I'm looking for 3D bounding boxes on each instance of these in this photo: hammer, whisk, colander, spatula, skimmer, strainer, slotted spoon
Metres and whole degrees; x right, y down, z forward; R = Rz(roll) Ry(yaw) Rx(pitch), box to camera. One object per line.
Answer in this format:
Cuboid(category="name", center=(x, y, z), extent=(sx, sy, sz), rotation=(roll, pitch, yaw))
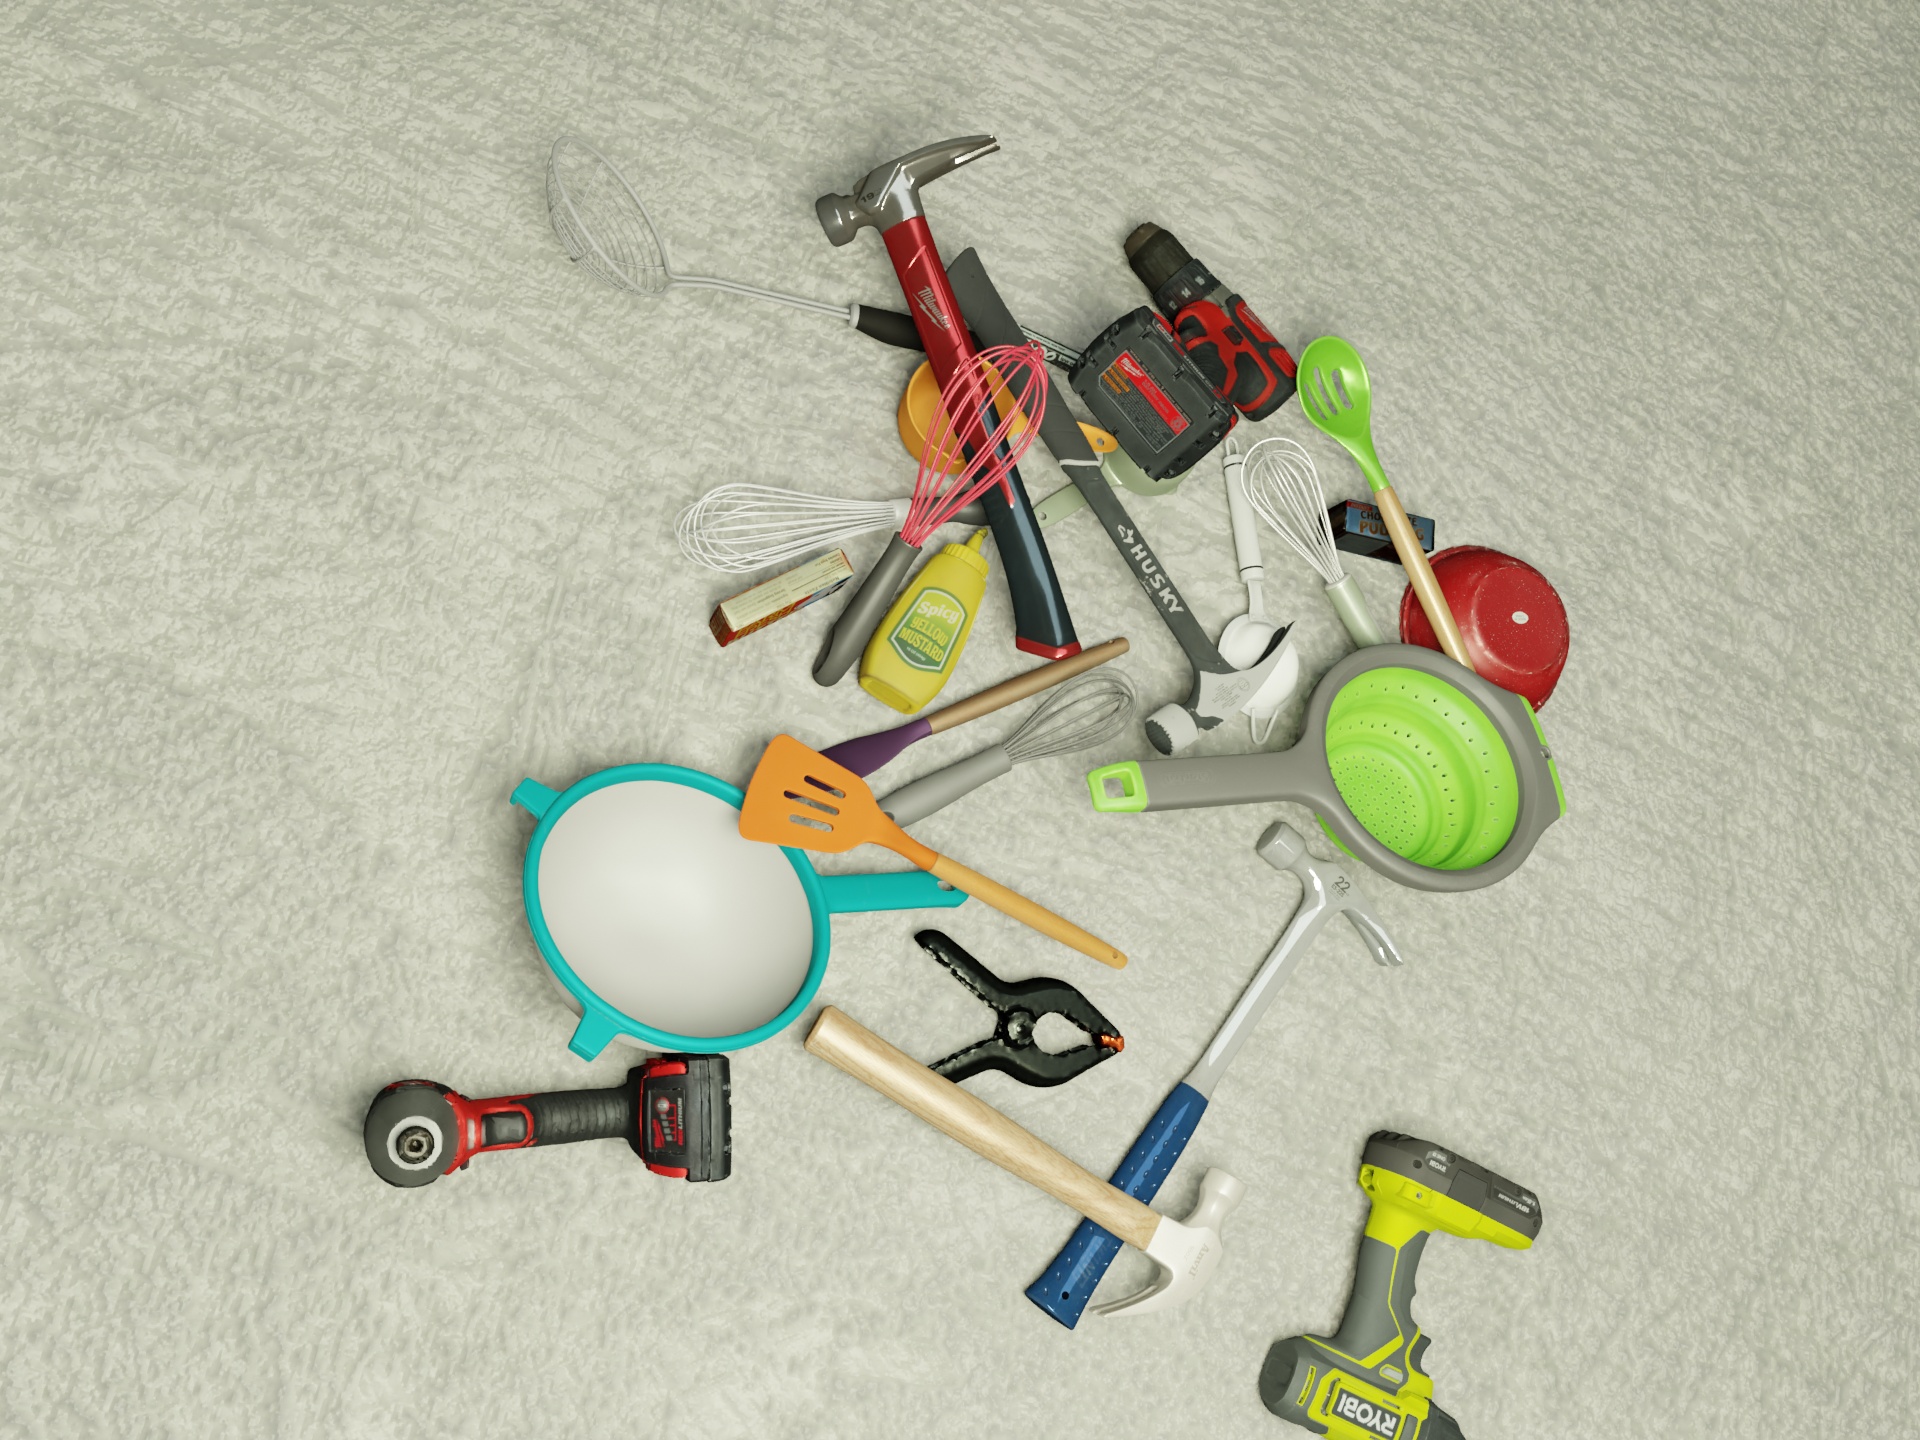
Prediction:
Cuboid(category="hammer", center=(0.036, 0.301, 1.108), extent=(0.331, 0.031, 0.130), rotation=(32, 71, -5))
Cuboid(category="whisk", center=(-0.076, -0.154, 1.196), extent=(0.284, 0.070, 0.070), rotation=(-8, 81, -24))
Cuboid(category="colander", center=(0.266, 0.054, 1.216), extent=(0.397, 0.094, 0.205), rotation=(-3, 66, -21))
Cuboid(category="spatula", center=(-0.007, 0.111, 1.140), extent=(0.322, 0.041, 0.081), rotation=(30, 64, -26))
Cuboid(category="skimmer", center=(-0.131, -0.343, 1.198), extent=(0.363, 0.090, 0.127), rotation=(10, 44, -17))
Cuboid(category="strainer", center=(0.238, -0.111, 1.288), extent=(0.086, 0.050, 0.258), rotation=(2, 74, -32))
Cuboid(category="slotted spoon", center=(0.349, -0.162, 1.284), extent=(0.070, 0.031, 0.314), rotation=(-24, 89, -19))
Cuboid(category="whisk", center=(-0.027, -0.144, 1.135), extent=(0.073, 0.073, 0.295), rotation=(31, 108, -8))
Cuboid(category="hammer", center=(0.186, 0.273, 1.191), extent=(0.144, 0.035, 0.405), rotation=(40, 70, -5))
Cuboid(category="spatula", center=(-0.002, -0.004, 1.193), extent=(0.316, 0.060, 0.018), rotation=(-23, 121, -24))
Cuboid(category="hammer", center=(0.024, -0.231, 1.168), extent=(0.143, 0.038, 0.386), rotation=(-21, 88, 12))
Cuboid(category="hammer", center=(0.106, -0.181, 1.211), extent=(0.149, 0.036, 0.409), rotation=(-32, 90, -21))
Cuboid(category="whisk", center=(0.303, -0.120, 1.293), extent=(0.059, 0.058, 0.246), rotation=(-31, 101, 10))
Cuboid(category="whisk", center=(0.030, 0.025, 1.192), extent=(0.239, 0.055, 0.055), rotation=(-27, 87, -16))
Cuboid(category="strainer", center=(-0.149, 0.140, 1.096), extent=(0.340, 0.095, 0.211), rotation=(1, 55, -38))

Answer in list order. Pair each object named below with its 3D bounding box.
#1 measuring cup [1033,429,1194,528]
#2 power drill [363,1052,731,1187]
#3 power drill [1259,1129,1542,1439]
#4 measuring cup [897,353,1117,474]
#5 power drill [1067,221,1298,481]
Cuboid(category="measuring cup", center=(0.122, -0.200, 1.270), extent=(0.167, 0.038, 0.083), rotation=(-34, 90, -22))
Cuboid(category="power drill", center=(-0.261, 0.254, 1.005), extent=(0.219, 0.143, 0.078), rotation=(1, 82, -19))
Cuboid(category="power drill", center=(0.338, 0.437, 1.183), extent=(0.171, 0.080, 0.223), rotation=(27, 76, -9))
Cuboid(category="measuring cup", center=(0.034, -0.227, 1.244), extent=(0.173, 0.052, 0.095), rotation=(11, 76, -16))
Cuboid(category="power drill", center=(0.169, -0.297, 1.247), extent=(0.188, 0.080, 0.227), rotation=(49, 38, -2))
